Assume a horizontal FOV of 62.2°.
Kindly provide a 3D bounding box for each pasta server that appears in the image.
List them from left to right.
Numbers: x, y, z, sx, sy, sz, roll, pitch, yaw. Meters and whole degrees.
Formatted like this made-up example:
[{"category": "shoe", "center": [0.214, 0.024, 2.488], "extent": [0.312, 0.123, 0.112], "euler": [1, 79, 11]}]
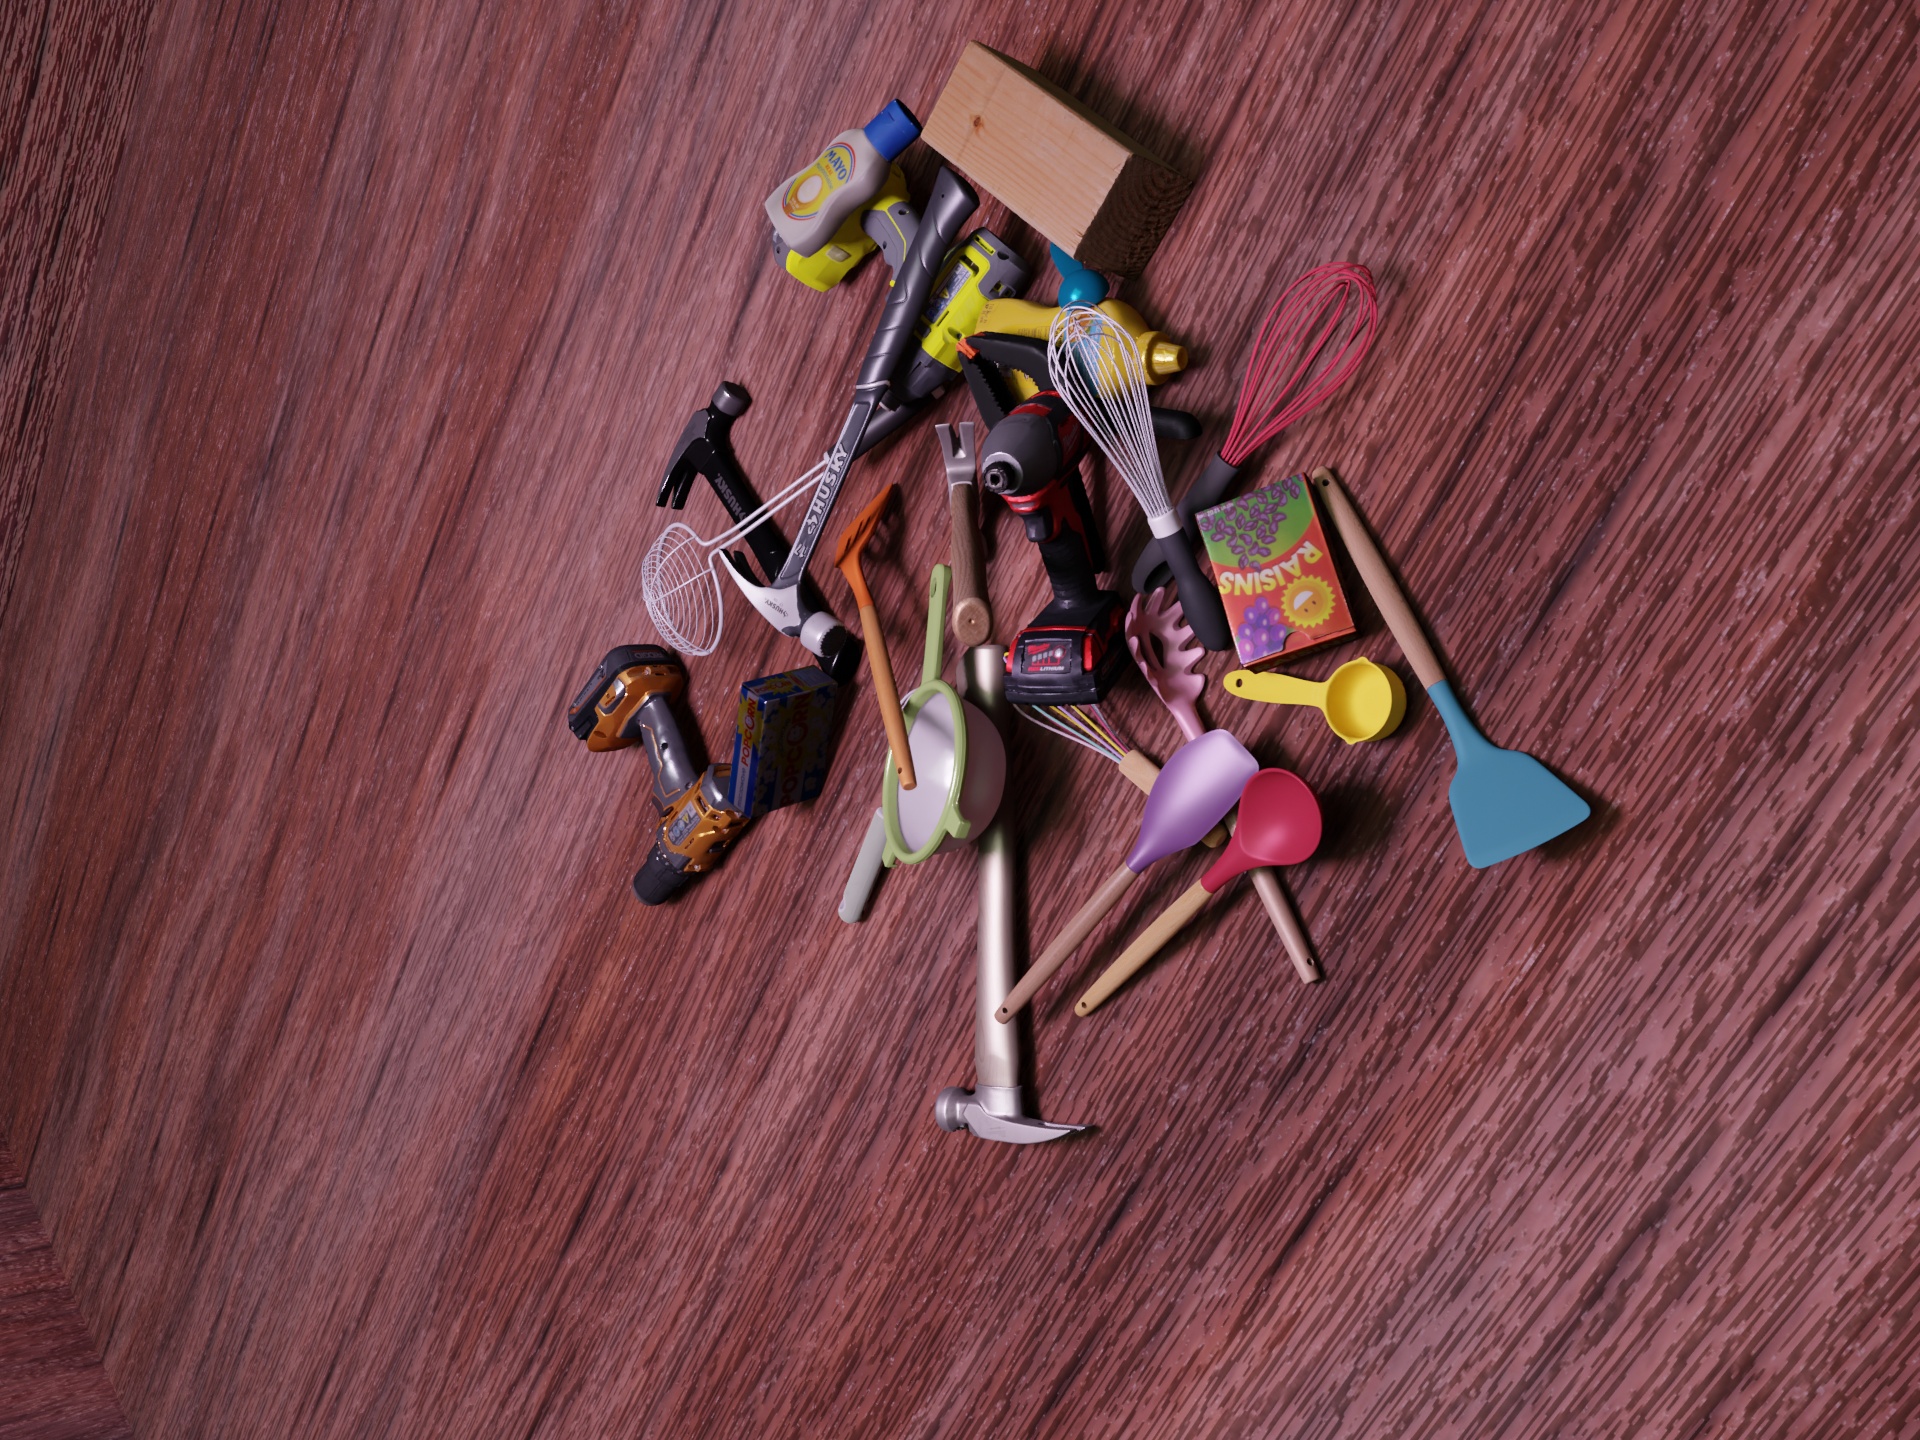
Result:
[{"category": "pasta server", "center": [0.198, 0.047, 1.191], "extent": [0.316, 0.060, 0.040], "euler": [67, 152, 16]}]

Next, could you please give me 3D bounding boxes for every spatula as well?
[{"category": "spatula", "center": [-0.067, -0.074, 1.361], "extent": [0.081, 0.041, 0.323], "euler": [-42, 47, 33]}, {"category": "spatula", "center": [0.116, 0.128, 1.221], "extent": [0.060, 0.018, 0.315], "euler": [48, 118, 22]}, {"category": "spatula", "center": [0.315, -0.050, 1.090], "extent": [0.082, 0.044, 0.318], "euler": [-28, 67, 12]}]

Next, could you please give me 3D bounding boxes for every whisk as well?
[{"category": "whisk", "center": [-0.060, 0.077, 1.410], "extent": [0.058, 0.059, 0.246], "euler": [-105, 35, -64]}, {"category": "whisk", "center": [0.119, 0.019, 1.263], "extent": [0.245, 0.051, 0.047], "euler": [42, 139, 29]}, {"category": "whisk", "center": [0.138, -0.175, 1.168], "extent": [0.070, 0.070, 0.284], "euler": [-11, 114, 40]}, {"category": "whisk", "center": [0.211, -0.208, 1.176], "extent": [0.073, 0.073, 0.295], "euler": [52, 125, 29]}]

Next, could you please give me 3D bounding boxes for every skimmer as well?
[{"category": "skimmer", "center": [-0.154, -0.195, 1.470], "extent": [0.363, 0.090, 0.127], "euler": [-34, 70, 14]}]

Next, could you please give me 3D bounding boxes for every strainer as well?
[{"category": "strainer", "center": [-0.002, -0.004, 1.308], "extent": [0.151, 0.069, 0.256], "euler": [149, 129, -60]}]

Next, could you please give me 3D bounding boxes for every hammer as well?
[{"category": "hammer", "center": [-0.190, -0.164, 1.533], "extent": [0.146, 0.035, 0.335], "euler": [-48, 60, 28]}, {"category": "hammer", "center": [-0.084, -0.266, 1.342], "extent": [0.149, 0.036, 0.409], "euler": [34, 107, 30]}, {"category": "hammer", "center": [0.005, -0.136, 1.203], "extent": [0.031, 0.331, 0.130], "euler": [-6, 114, 2]}, {"category": "hammer", "center": [0.038, 0.141, 1.325], "extent": [0.146, 0.038, 0.411], "euler": [-5, 85, 42]}]

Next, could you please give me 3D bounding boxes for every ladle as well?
[{"category": "ladle", "center": [0.171, 0.139, 1.190], "extent": [0.069, 0.031, 0.315], "euler": [54, 132, 20]}]

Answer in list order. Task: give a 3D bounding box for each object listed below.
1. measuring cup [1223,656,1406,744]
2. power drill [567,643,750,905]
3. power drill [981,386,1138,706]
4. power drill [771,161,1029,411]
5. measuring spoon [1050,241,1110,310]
[{"category": "measuring cup", "center": [0.257, -0.020, 1.158], "extent": [0.157, 0.029, 0.062], "euler": [12, 96, 52]}, {"category": "power drill", "center": [-0.310, 0.059, 1.603], "extent": [0.185, 0.084, 0.226], "euler": [-48, 64, 30]}, {"category": "power drill", "center": [0.067, -0.127, 1.195], "extent": [0.078, 0.143, 0.219], "euler": [0, 116, 25]}, {"category": "power drill", "center": [-0.062, -0.390, 1.392], "extent": [0.171, 0.080, 0.223], "euler": [-50, 60, 16]}, {"category": "measuring spoon", "center": [0.087, -0.367, 1.273], "extent": [0.042, 0.021, 0.129], "euler": [-22, 40, 7]}]
